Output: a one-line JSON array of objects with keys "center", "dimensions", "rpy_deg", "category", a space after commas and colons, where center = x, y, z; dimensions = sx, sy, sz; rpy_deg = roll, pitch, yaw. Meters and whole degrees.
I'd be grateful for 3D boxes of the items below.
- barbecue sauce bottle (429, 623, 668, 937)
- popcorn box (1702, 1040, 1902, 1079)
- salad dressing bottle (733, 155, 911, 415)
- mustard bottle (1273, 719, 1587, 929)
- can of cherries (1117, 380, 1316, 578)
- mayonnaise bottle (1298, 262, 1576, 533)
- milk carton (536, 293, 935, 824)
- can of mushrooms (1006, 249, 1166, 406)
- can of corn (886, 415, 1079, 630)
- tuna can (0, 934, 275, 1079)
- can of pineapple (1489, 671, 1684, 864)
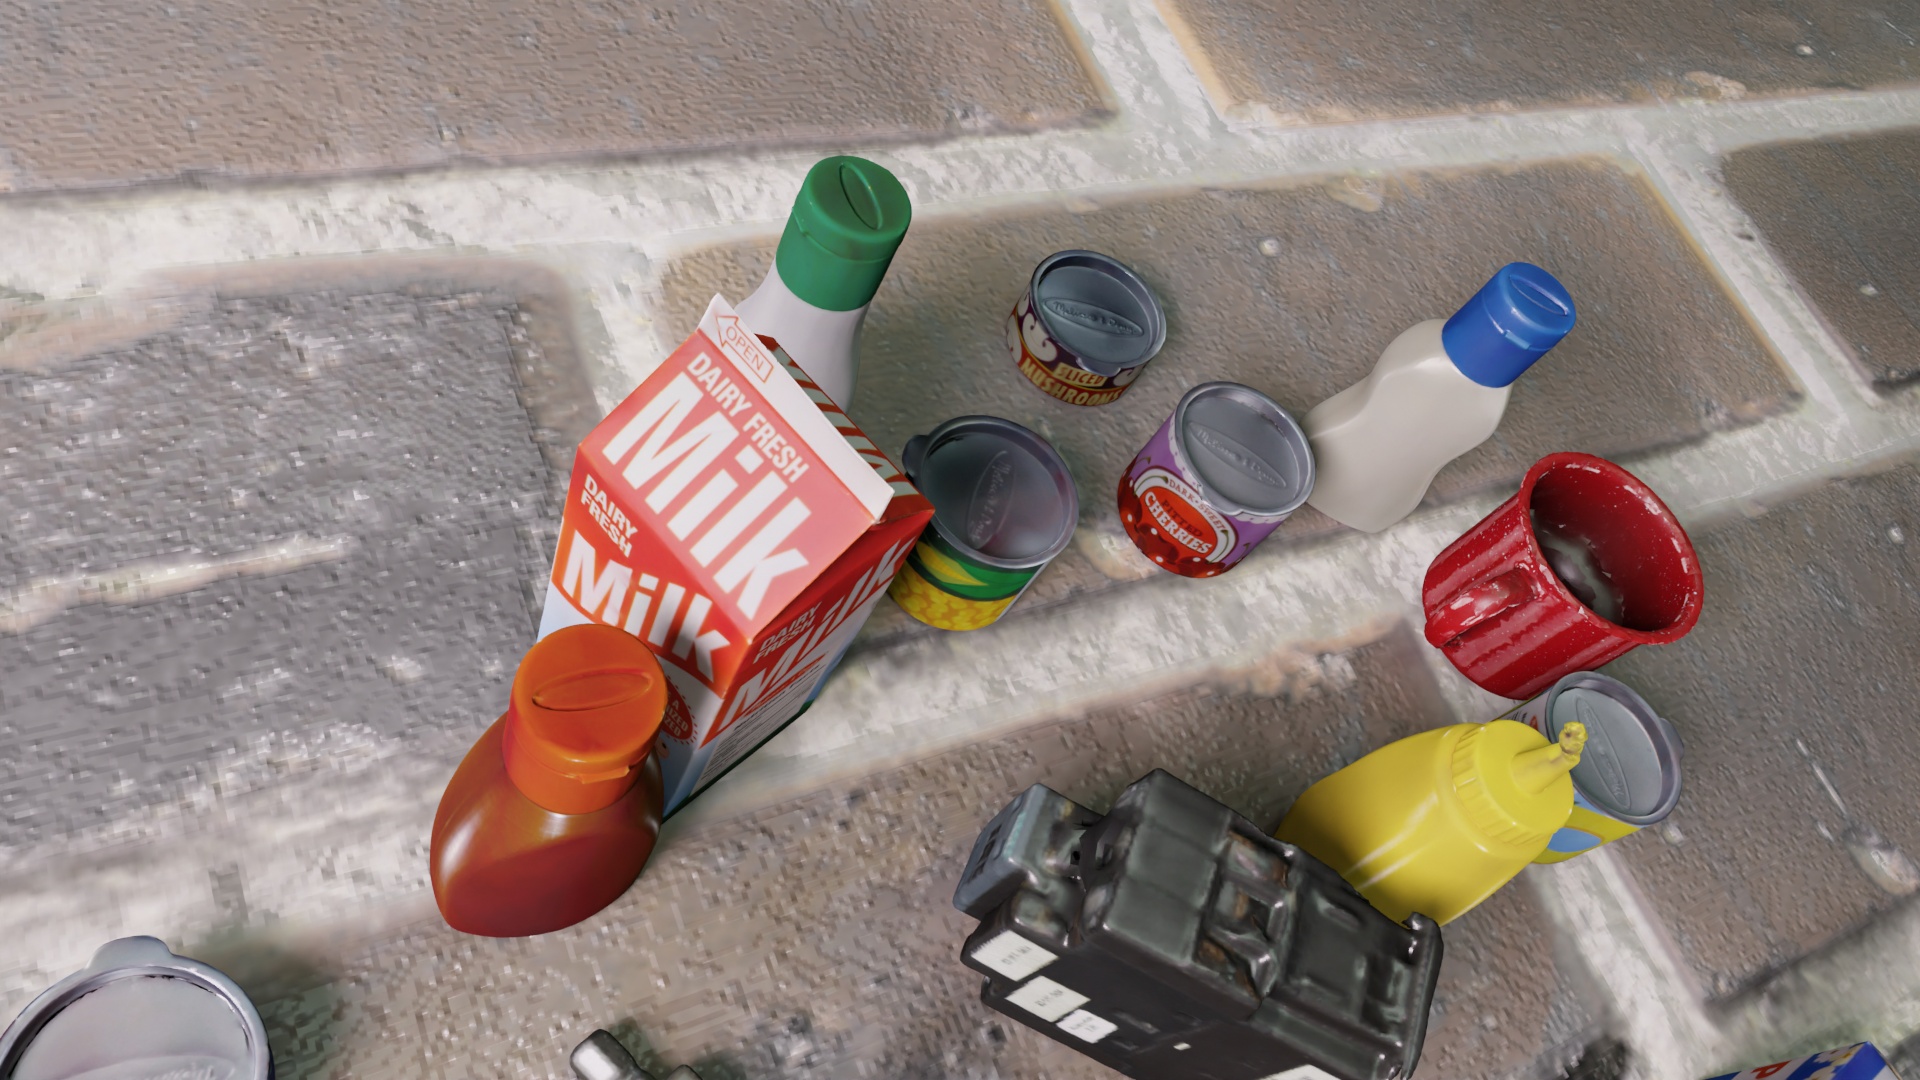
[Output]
[{"center": [-0.112, 0.071, 0.388], "dimensions": [0.065, 0.147, 0.044], "rpy_deg": [-8, 65, -27], "category": "barbecue sauce bottle"}, {"center": [0.272, 0.232, 0.493], "dimensions": [0.127, 0.084, 0.038], "rpy_deg": [-21, 71, -31], "category": "popcorn box"}, {"center": [-0.057, -0.074, 0.499], "dimensions": [0.044, 0.147, 0.064], "rpy_deg": [-11, 66, -28], "category": "salad dressing bottle"}, {"center": [0.163, 0.099, 0.481], "dimensions": [0.049, 0.159, 0.065], "rpy_deg": [25, 55, -8], "category": "mustard bottle"}, {"center": [0.106, -0.024, 0.593], "dimensions": [0.071, 0.058, 0.072], "rpy_deg": [11, 58, -17], "category": "can of cherries"}, {"center": [0.201, -0.060, 0.600], "dimensions": [0.065, 0.147, 0.041], "rpy_deg": [30, 54, -4], "category": "mayonnaise bottle"}, {"center": [-0.071, 0.009, 0.417], "dimensions": [0.072, 0.189, 0.074], "rpy_deg": [47, 55, 8], "category": "milk carton"}, {"center": [0.056, -0.094, 0.630], "dimensions": [0.071, 0.033, 0.071], "rpy_deg": [11, 57, -17], "category": "can of mushrooms"}, {"center": [0.002, -0.007, 0.539], "dimensions": [0.071, 0.058, 0.071], "rpy_deg": [11, 58, -17], "category": "can of corn"}, {"center": [-0.220, 0.145, 0.370], "dimensions": [0.071, 0.032, 0.071], "rpy_deg": [11, 57, -17], "category": "tuna can"}, {"center": [0.257, 0.097, 0.585], "dimensions": [0.071, 0.057, 0.071], "rpy_deg": [11, 58, -17], "category": "can of pineapple"}]
